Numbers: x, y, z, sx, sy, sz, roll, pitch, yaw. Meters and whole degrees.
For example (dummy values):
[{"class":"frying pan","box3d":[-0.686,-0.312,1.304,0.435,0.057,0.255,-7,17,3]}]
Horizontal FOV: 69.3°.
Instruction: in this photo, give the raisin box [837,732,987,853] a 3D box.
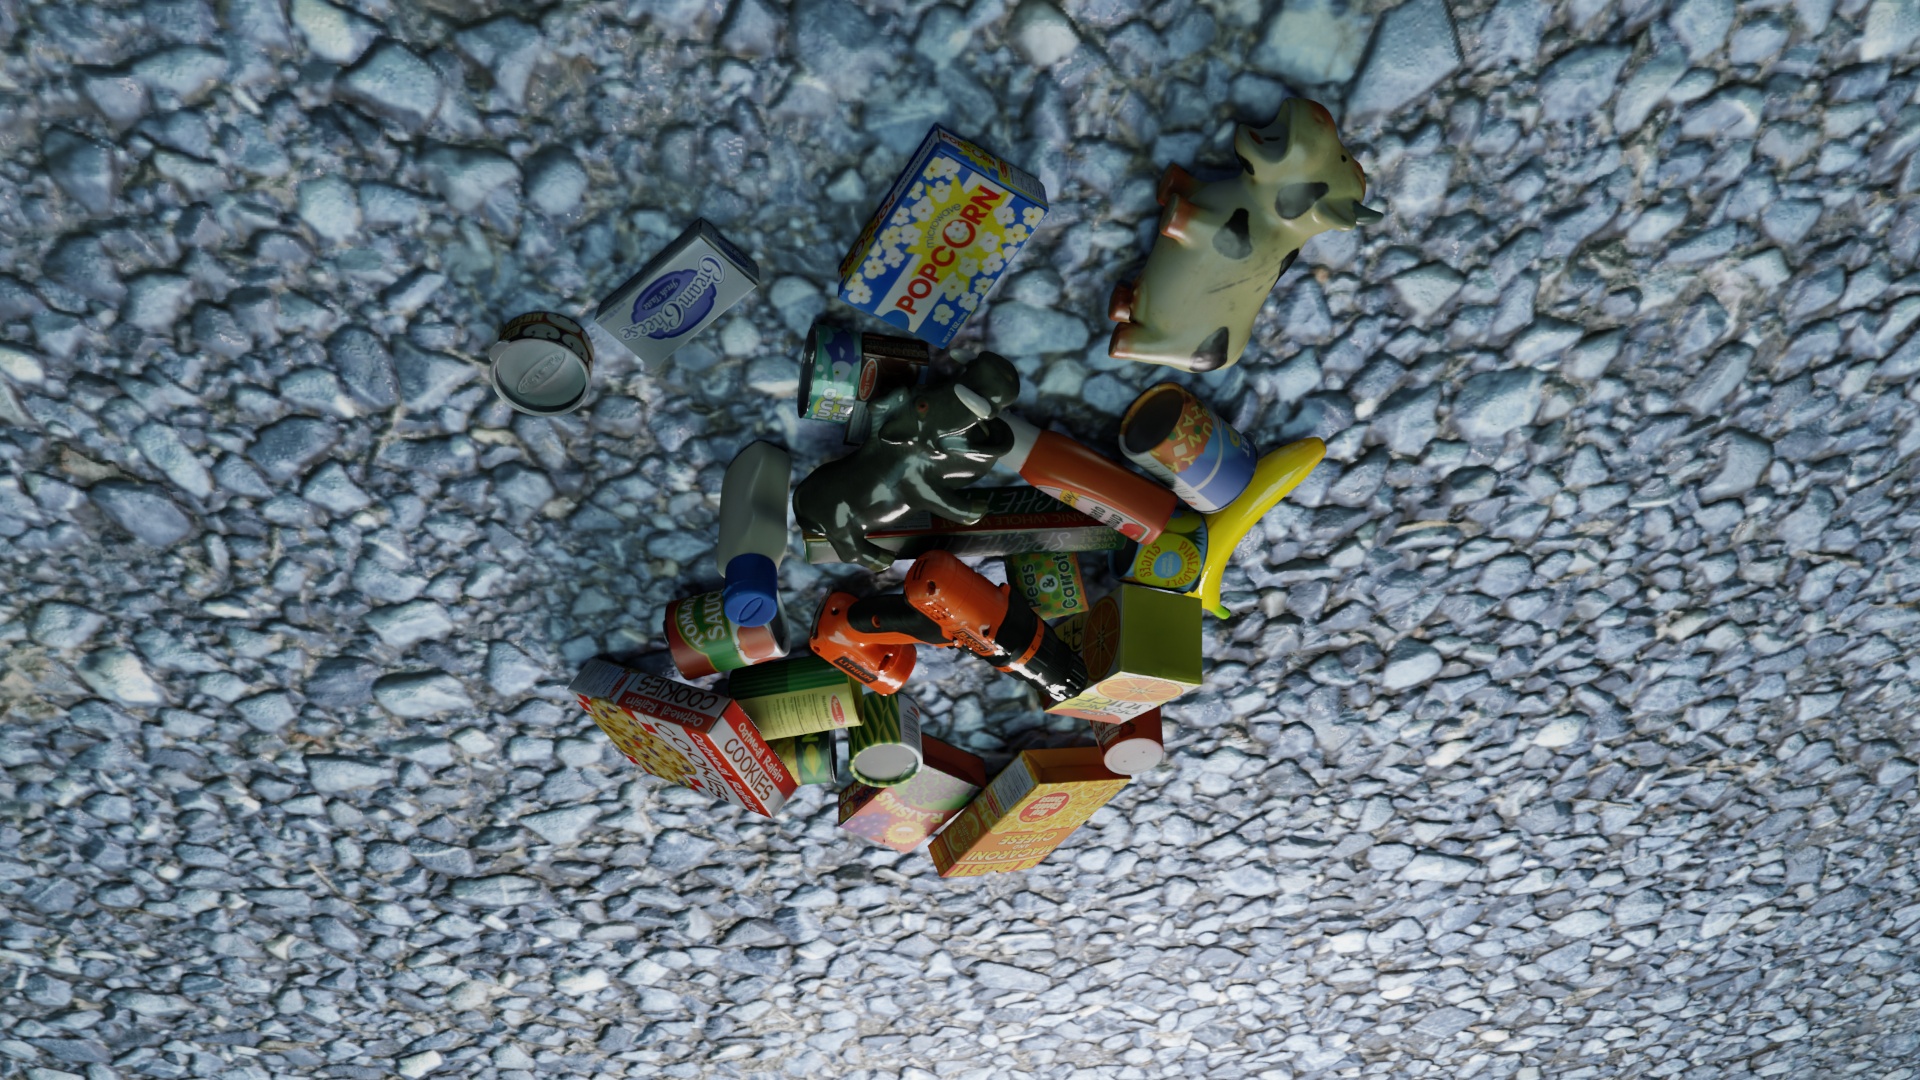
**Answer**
[{"class":"raisin box","box3d":[-0.046,0.239,1.308,0.086,0.040,0.123,28,125,-29]}]

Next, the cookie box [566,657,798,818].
[{"class":"cookie box","box3d":[-0.230,0.163,1.156,0.167,0.040,0.122,10,143,35]}]

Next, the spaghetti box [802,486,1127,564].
[{"class":"spaghetti box","box3d":[0.004,-0.013,1.070,0.250,0.050,0.028,-3,135,-4]}]

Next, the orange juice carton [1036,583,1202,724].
[{"class":"orange juice carton","box3d":[0.124,0.102,1.151,0.072,0.073,0.192,11,158,-17]}]

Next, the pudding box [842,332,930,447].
[{"class":"pudding box","box3d":[-0.054,-0.104,0.991,0.050,0.030,0.083,7,132,-12]}]

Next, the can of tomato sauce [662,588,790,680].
[{"class":"can of tomato sauce","box3d":[-0.187,0.070,1.113,0.083,0.071,0.071,-14,133,6]}]

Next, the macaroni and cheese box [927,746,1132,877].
[{"class":"macaroni and cheese box","box3d":[0.064,0.258,1.311,0.124,0.040,0.165,6,136,-40]}]

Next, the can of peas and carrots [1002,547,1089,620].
[{"class":"can of peas and carrots","box3d":[0.067,0.030,1.104,0.059,0.071,0.070,-12,133,4]}]

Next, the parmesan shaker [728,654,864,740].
[{"class":"parmesan shaker","box3d":[-0.139,0.129,1.177,0.103,0.072,0.071,-9,133,3]}]

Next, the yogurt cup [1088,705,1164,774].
[{"class":"yogurt cup","box3d":[0.153,0.176,1.262,0.072,0.054,0.072,-3,134,-3]}]

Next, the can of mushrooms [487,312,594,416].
[{"class":"can of mushrooms","box3d":[-0.286,-0.121,0.946,0.071,0.034,0.070,-3,134,-3]}]

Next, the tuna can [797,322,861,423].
[{"class":"tuna can","box3d":[-0.090,-0.112,0.951,0.033,0.071,0.070,7,132,-14]}]

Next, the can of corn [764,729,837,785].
[{"class":"can of corn","box3d":[-0.141,0.181,1.224,0.058,0.071,0.070,-5,133,-1]}]

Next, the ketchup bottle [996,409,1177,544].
[{"class":"ketchup bottle","box3d":[0.084,-0.049,1.021,0.149,0.043,0.064,28,170,-2]}]

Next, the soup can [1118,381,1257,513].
[{"class":"soup can","box3d":[0.169,-0.071,1.026,0.083,0.072,0.071,33,122,-31]}]

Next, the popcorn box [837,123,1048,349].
[{"class":"popcorn box","box3d":[-0.013,-0.196,0.905,0.085,0.038,0.126,22,127,-26]}]

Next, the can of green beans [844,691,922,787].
[{"class":"can of green beans","box3d":[-0.068,0.177,1.234,0.071,0.058,0.071,-3,133,-3]}]

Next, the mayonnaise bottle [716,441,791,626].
[{"class":"mayonnaise bottle","box3d":[-0.148,-0.003,0.993,0.041,0.149,0.064,26,126,-27]}]

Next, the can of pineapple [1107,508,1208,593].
[{"class":"can of pineapple","box3d":[0.155,0.006,1.092,0.058,0.071,0.070,10,131,-16]}]

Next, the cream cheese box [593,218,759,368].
[{"class":"cream cheese box","box3d":[-0.189,-0.163,0.924,0.103,0.024,0.053,-33,129,23]}]
